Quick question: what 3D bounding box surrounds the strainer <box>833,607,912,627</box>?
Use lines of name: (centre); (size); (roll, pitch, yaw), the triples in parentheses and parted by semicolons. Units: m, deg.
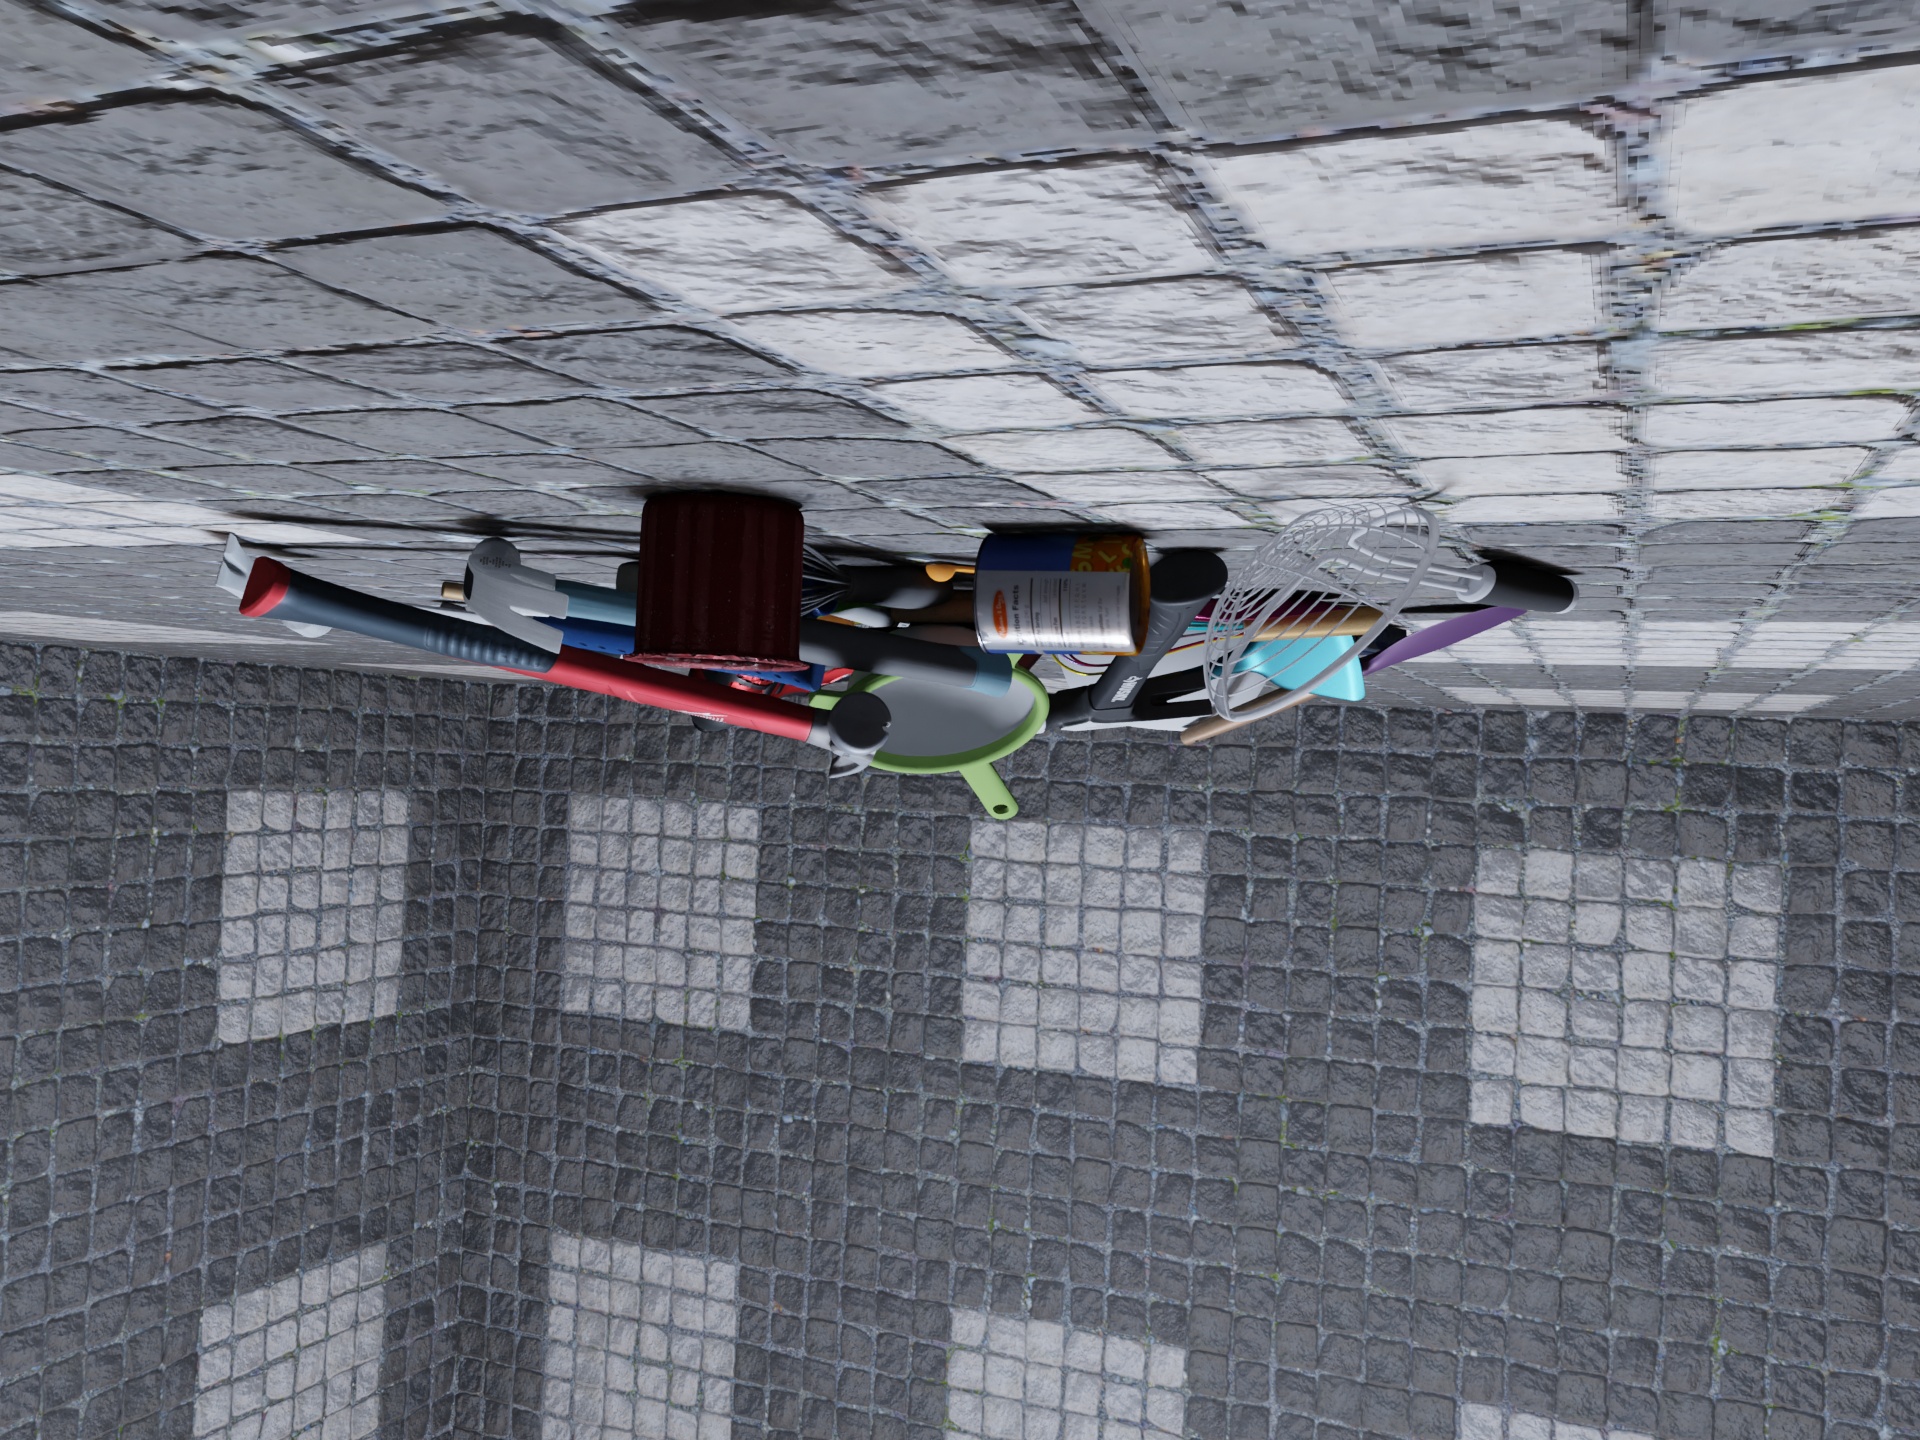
strainer: (-0.056, -0.079, 1.280); (0.087, 0.050, 0.258); (2, 176, 29)

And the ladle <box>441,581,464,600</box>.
ladle: (-0.276, -0.078, 1.349); (0.320, 0.062, 0.078); (6, -175, -28)

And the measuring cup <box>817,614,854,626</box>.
measuring cup: (-0.170, -0.077, 1.287); (0.173, 0.052, 0.095); (4, 179, -6)

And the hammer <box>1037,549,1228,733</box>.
hammer: (0.125, -0.045, 1.054); (0.146, 0.035, 0.334); (-5, 167, -6)

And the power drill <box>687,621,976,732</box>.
power drill: (-0.097, -0.034, 1.199); (0.219, 0.079, 0.143); (0, 150, -29)

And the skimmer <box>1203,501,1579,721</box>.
skimmer: (0.247, -0.049, 0.806); (0.363, 0.090, 0.127); (0, 149, -48)

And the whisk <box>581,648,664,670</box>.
whisk: (-0.316, -0.064, 1.463); (0.070, 0.070, 0.284); (2, -178, -1)

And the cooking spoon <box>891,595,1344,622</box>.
cooking spoon: (0.110, -0.077, 1.097); (0.319, 0.017, 0.069); (-2, -173, -10)

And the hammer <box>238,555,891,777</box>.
hammer: (-0.241, -0.031, 0.987); (0.386, 0.038, 0.143); (14, 168, -10)

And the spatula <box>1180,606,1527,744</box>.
spatula: (0.290, -0.033, 1.239); (0.059, 0.018, 0.316); (4, 160, -41)

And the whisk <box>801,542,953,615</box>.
whisk: (-0.069, -0.084, 0.966); (0.055, 0.055, 0.239); (2, -177, 31)

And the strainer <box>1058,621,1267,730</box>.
strainer: (0.145, -0.040, 1.331); (0.211, 0.095, 0.340); (2, 180, 31)

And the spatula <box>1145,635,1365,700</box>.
spatula: (0.150, -0.021, 1.245); (0.317, 0.082, 0.044); (-15, -149, 14)

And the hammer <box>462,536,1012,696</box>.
hammer: (-0.130, -0.056, 0.961); (0.331, 0.033, 0.128); (9, -164, -15)

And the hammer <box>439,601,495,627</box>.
hammer: (-0.369, -0.067, 1.344); (0.149, 0.037, 0.359); (14, 180, -18)

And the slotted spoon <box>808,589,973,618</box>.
slotted spoon: (0.005, -0.084, 1.117); (0.313, 0.031, 0.070); (0, -158, -13)

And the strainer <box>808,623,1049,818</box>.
strainer: (-0.002, -0.004, 1.156); (0.151, 0.069, 0.256); (-14, 151, 11)

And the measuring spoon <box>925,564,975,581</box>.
measuring spoon: (0.030, -0.092, 1.042); (0.116, 0.011, 0.021); (3, 179, -29)

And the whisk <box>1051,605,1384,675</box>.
whisk: (0.187, -0.063, 1.171); (0.245, 0.047, 0.051); (-3, 153, 6)

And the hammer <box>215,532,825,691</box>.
hammer: (-0.291, -0.064, 1.050); (0.405, 0.035, 0.144); (8, 169, 9)
